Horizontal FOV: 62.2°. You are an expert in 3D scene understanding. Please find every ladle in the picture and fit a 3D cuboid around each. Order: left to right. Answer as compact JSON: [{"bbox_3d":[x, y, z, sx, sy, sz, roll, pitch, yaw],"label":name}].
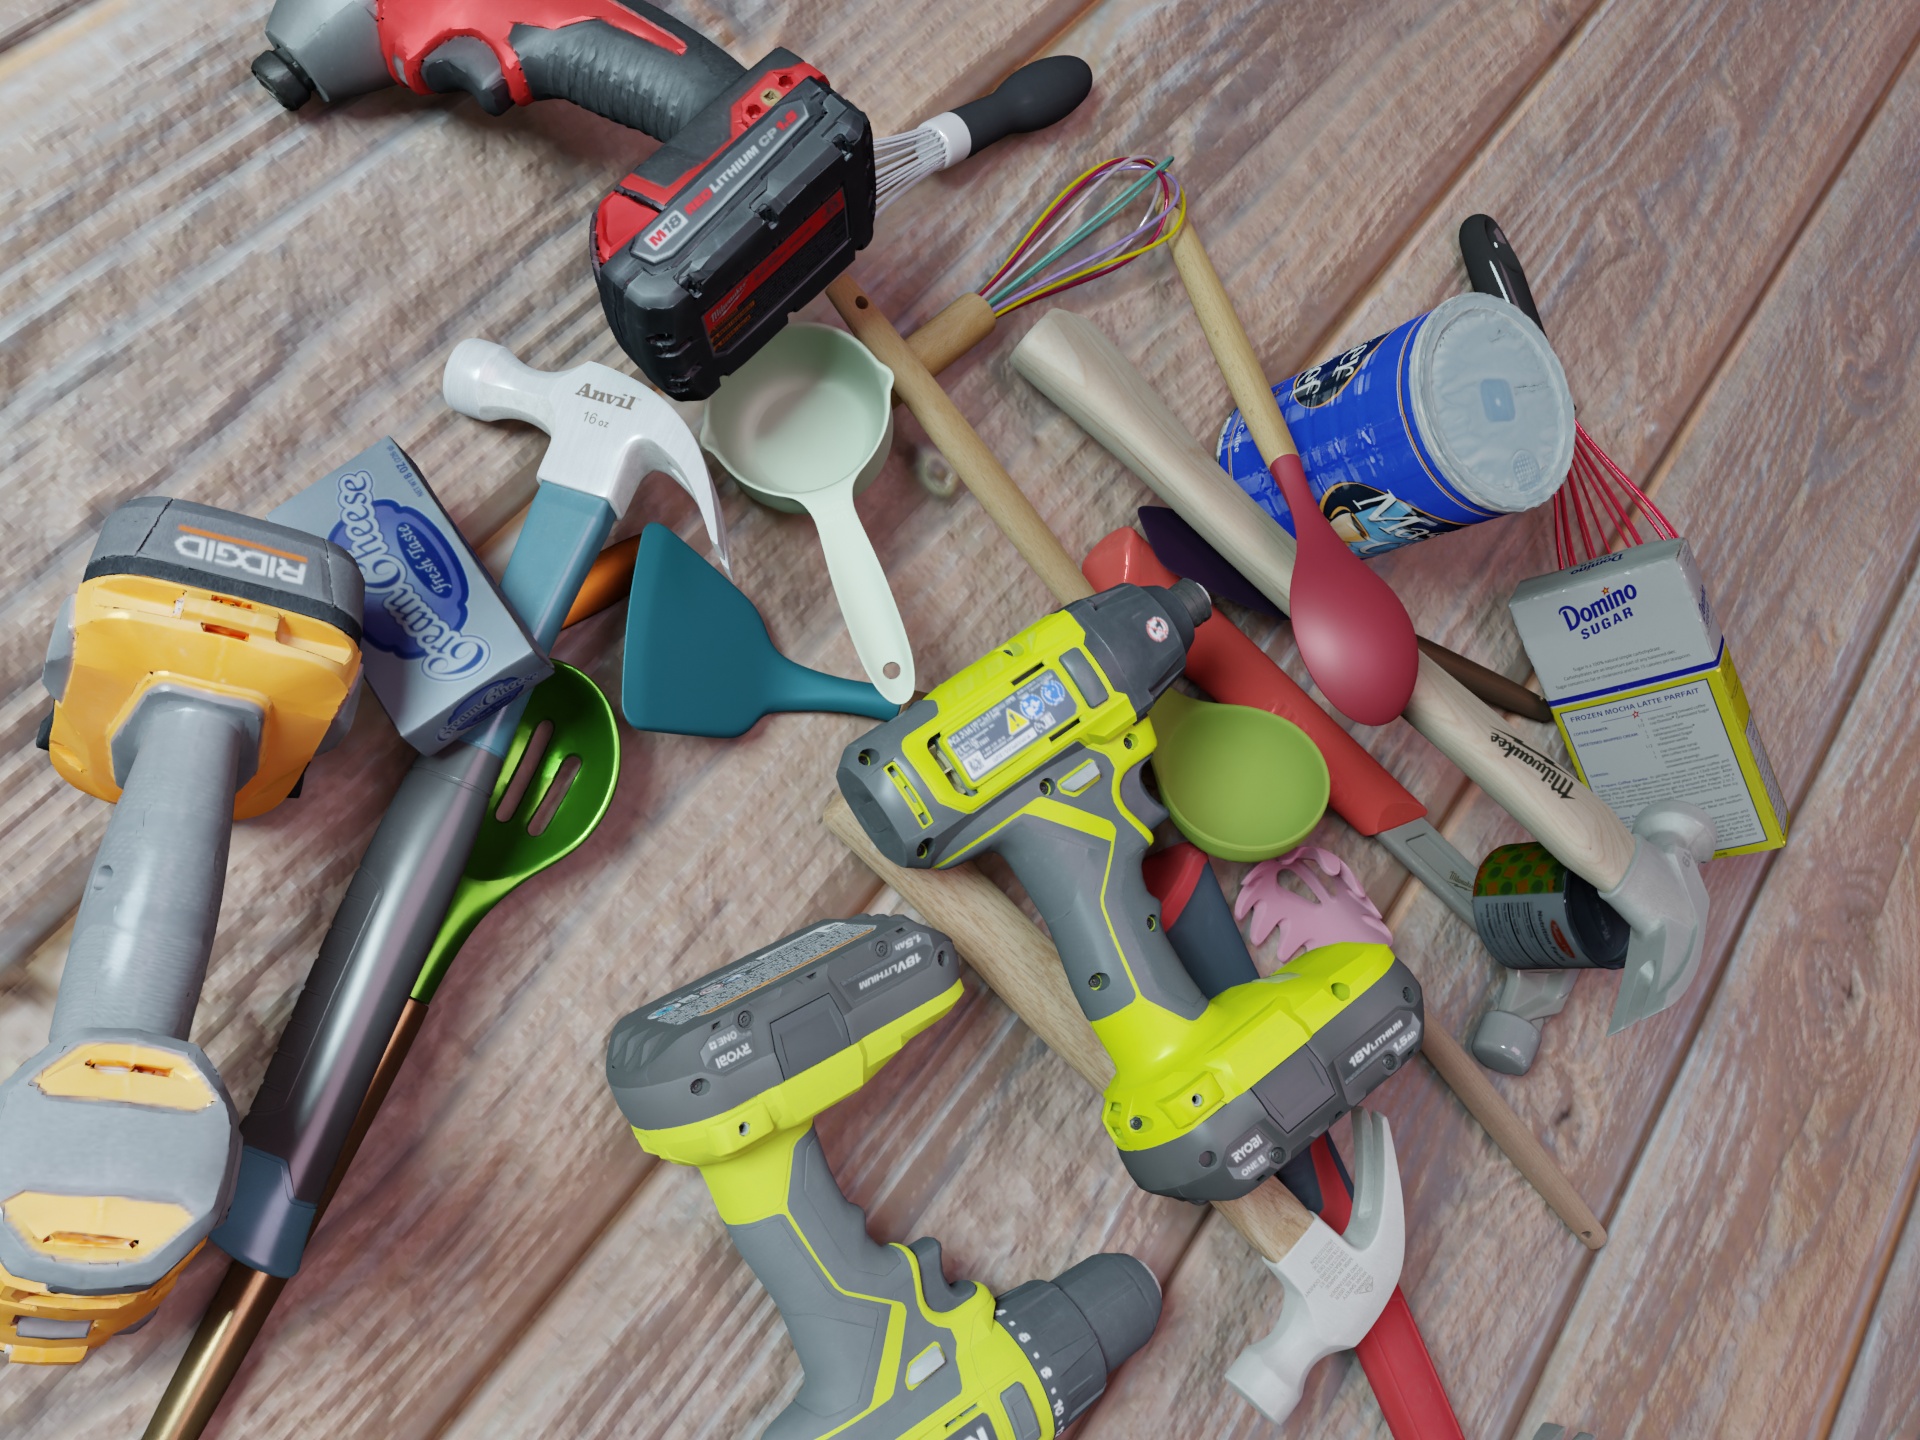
[{"bbox_3d":[0.051,-0.066,0.696,0.078,0.062,0.320,-46,104,-27],"label":"ladle"},{"bbox_3d":[0.141,-0.137,0.736,0.069,0.031,0.316,5,54,-32],"label":"ladle"}]

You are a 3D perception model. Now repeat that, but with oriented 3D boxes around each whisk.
[{"bbox_3d":[-0.030,-0.248,0.710,0.284,0.070,0.070,-39,102,-35],"label":"whisk"},{"bbox_3d":[0.026,-0.199,0.739,0.245,0.051,0.047,-43,110,-26],"label":"whisk"},{"bbox_3d":[0.352,-0.158,0.919,0.073,0.073,0.296,-18,85,-32],"label":"whisk"}]

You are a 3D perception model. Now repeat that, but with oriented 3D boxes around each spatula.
[{"bbox_3d":[-0.001,-0.002,0.687,0.317,0.044,0.082,13,69,-29],"label":"spatula"},{"bbox_3d":[0.208,-0.048,0.817,0.315,0.018,0.060,19,40,-34],"label":"spatula"}]

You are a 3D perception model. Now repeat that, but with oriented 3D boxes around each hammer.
[{"bbox_3d":[-0.179,0.021,0.554,0.128,0.033,0.331,17,73,9],"label":"hammer"},{"bbox_3d":[0.068,0.144,0.686,0.130,0.031,0.331,-45,98,-14],"label":"hammer"},{"bbox_3d":[0.188,0.230,0.763,0.143,0.038,0.386,-27,96,-33],"label":"hammer"},{"bbox_3d":[0.179,-0.034,0.726,0.410,0.038,0.146,42,43,0],"label":"hammer"},{"bbox_3d":[0.201,0.022,0.808,0.358,0.037,0.149,41,64,-19],"label":"hammer"}]

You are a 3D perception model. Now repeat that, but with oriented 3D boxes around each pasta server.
[{"bbox_3d":[0.244,0.172,0.807,0.316,0.060,0.040,49,30,-18],"label":"pasta server"}]

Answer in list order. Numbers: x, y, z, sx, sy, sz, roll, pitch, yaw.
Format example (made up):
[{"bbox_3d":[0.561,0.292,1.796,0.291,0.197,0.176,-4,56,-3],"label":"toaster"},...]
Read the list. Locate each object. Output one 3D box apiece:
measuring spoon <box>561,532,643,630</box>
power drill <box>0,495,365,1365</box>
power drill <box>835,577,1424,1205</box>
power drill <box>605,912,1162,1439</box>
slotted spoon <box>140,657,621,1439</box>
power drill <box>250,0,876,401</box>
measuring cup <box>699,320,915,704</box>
[{"bbox_3d":[-0.156,-0.046,0.620,0.117,0.011,0.021,-36,100,-30],"label":"measuring spoon"},{"bbox_3d":[-0.247,0.071,0.475,0.084,0.185,0.226,15,55,-28],"label":"power drill"},{"bbox_3d":[0.079,0.062,0.642,0.171,0.080,0.223,-33,91,-18],"label":"power drill"},{"bbox_3d":[-0.024,0.196,0.621,0.190,0.080,0.228,-23,97,-30],"label":"power drill"},{"bbox_3d":[-0.207,0.119,0.553,0.070,0.031,0.314,26,71,-6],"label":"slotted spoon"},{"bbox_3d":[-0.148,-0.228,0.583,0.220,0.078,0.143,43,80,9],"label":"power drill"},{"bbox_3d":[-0.050,-0.081,0.650,0.083,0.038,0.168,-20,79,-1],"label":"measuring cup"}]
